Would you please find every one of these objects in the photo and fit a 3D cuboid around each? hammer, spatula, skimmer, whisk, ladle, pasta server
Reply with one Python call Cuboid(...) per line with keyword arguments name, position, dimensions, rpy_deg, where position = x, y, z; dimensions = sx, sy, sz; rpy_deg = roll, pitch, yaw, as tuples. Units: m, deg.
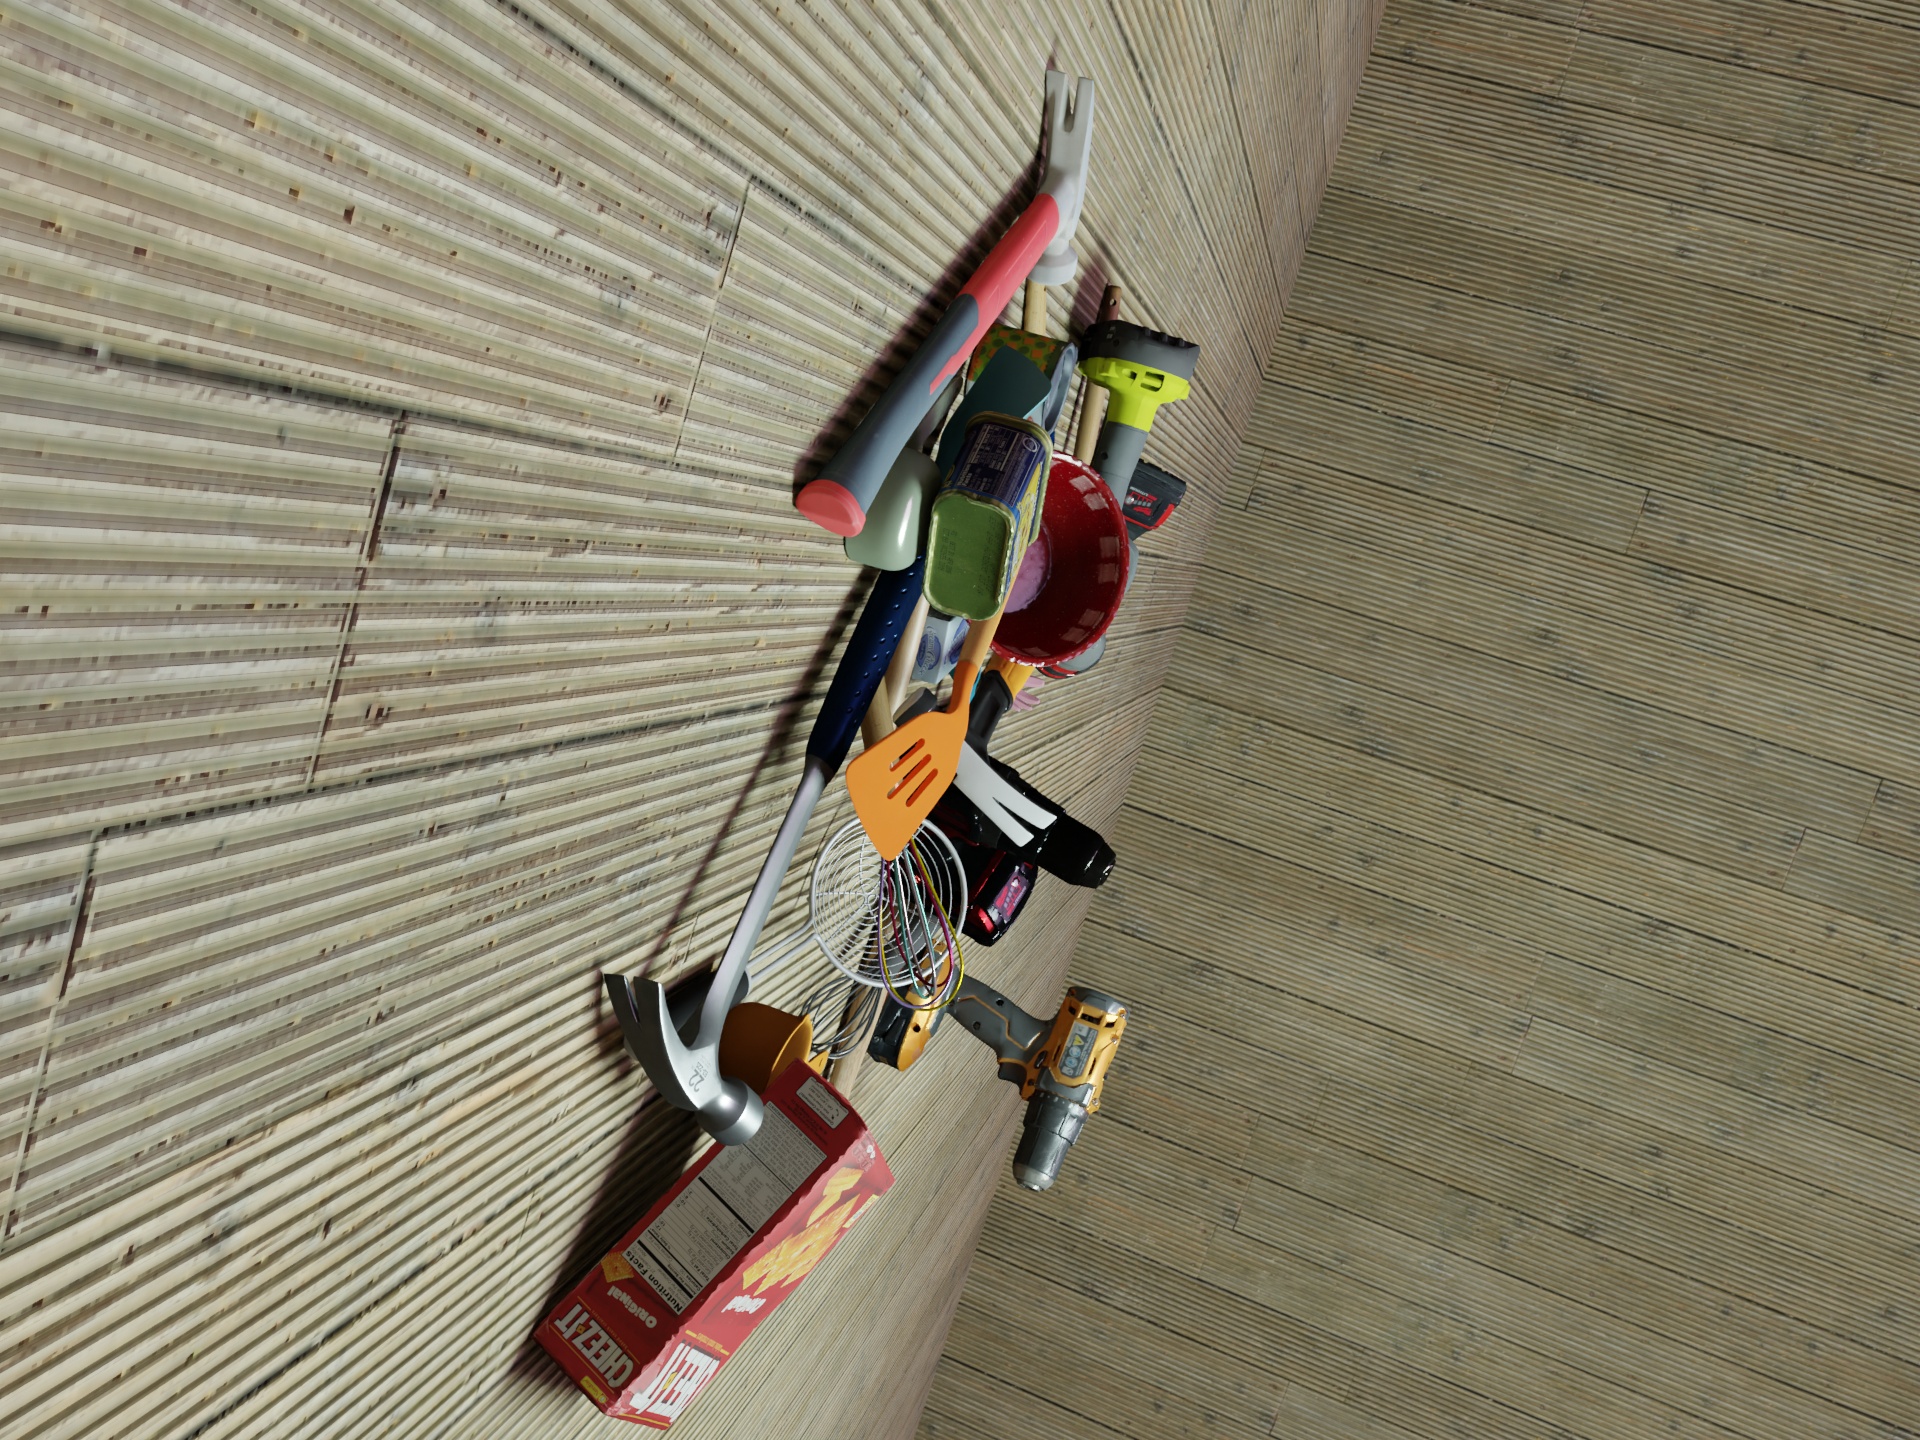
Cuboid(name="hammer", position=(-0.088, 0.033, 0.934), dimensions=(0.143, 0.035, 0.406), rpy_deg=(62, 41, -48))
Cuboid(name="hammer", position=(0.001, -0.247, 0.951), dimensions=(0.143, 0.038, 0.386), rpy_deg=(95, 18, -46))
Cuboid(name="spatula", position=(-0.015, -0.098, 1.092), dimensions=(0.082, 0.044, 0.317), rpy_deg=(54, -46, 50))
Cuboid(name="hammer", position=(0.038, -0.024, 1.201), dimensions=(0.034, 0.127, 0.337), rpy_deg=(-42, -172, 23))
Cuboid(name="skimmer", position=(-0.092, 0.144, 1.018), dimensions=(0.363, 0.090, 0.127), rpy_deg=(-23, 99, -71))
Cuboid(name="hammer", position=(-0.091, 0.273, 1.371), dimensions=(0.130, 0.031, 0.331), rpy_deg=(14, 95, -79))
Cuboid(name="whisk", position=(-0.039, 0.074, 1.048), dimensions=(0.051, 0.047, 0.245), rpy_deg=(-22, 104, -59))
Cuboid(name="ladle", position=(0.054, -0.227, 1.261), dimensions=(0.315, 0.031, 0.069), rpy_deg=(91, 19, -52))
Cuboid(name="spatula", position=(0.002, -0.050, 1.046), dimensions=(0.323, 0.041, 0.080), rpy_deg=(-69, 147, -43))
Cuboid(name="whisk", position=(-0.064, 0.199, 1.278), dimensions=(0.239, 0.055, 0.055), rpy_deg=(-42, 149, -56))
Cuboid(name="pasta server", position=(0.016, -0.016, 1.389), dimensions=(0.316, 0.040, 0.060), rpy_deg=(-35, 130, -69))

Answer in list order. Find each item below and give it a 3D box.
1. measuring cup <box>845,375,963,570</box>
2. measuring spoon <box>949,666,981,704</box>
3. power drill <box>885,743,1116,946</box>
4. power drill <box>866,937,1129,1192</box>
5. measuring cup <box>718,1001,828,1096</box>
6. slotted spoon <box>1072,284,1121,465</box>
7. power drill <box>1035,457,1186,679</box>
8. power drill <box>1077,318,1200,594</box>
Cuboid(name="measuring cup", position=(-0.020, -0.159, 0.988), dimensions=(0.083, 0.038, 0.168), rpy_deg=(94, 21, -51))
Cuboid(name="measuring spoon", position=(-0.002, -0.004, 1.299), dimensions=(0.042, 0.021, 0.128), rpy_deg=(-1, 94, -66))
Cuboid(name="power drill", position=(0.024, 0.099, 1.240), dimensions=(0.080, 0.188, 0.226), rpy_deg=(-55, 168, -23))
Cuboid(name="power drill", position=(0.021, 0.308, 1.451), dimensions=(0.084, 0.226, 0.185), rpy_deg=(82, 29, -65))
Cuboid(name="measuring cup", position=(-0.131, 0.231, 1.073), dimensions=(0.173, 0.052, 0.095), rpy_deg=(34, 75, -80))
Cuboid(name="slotted spoon", position=(0.114, -0.241, 1.466), dimensions=(0.031, 0.070, 0.313), rpy_deg=(-109, -154, -68))
Cuboid(name="power drill", position=(0.142, -0.149, 1.593), dimensions=(0.143, 0.078, 0.220), rpy_deg=(149, -35, -79))
Cuboid(name="power drill", position=(0.120, -0.220, 1.373), dimensions=(0.191, 0.080, 0.228), rpy_deg=(-136, -118, -74))
